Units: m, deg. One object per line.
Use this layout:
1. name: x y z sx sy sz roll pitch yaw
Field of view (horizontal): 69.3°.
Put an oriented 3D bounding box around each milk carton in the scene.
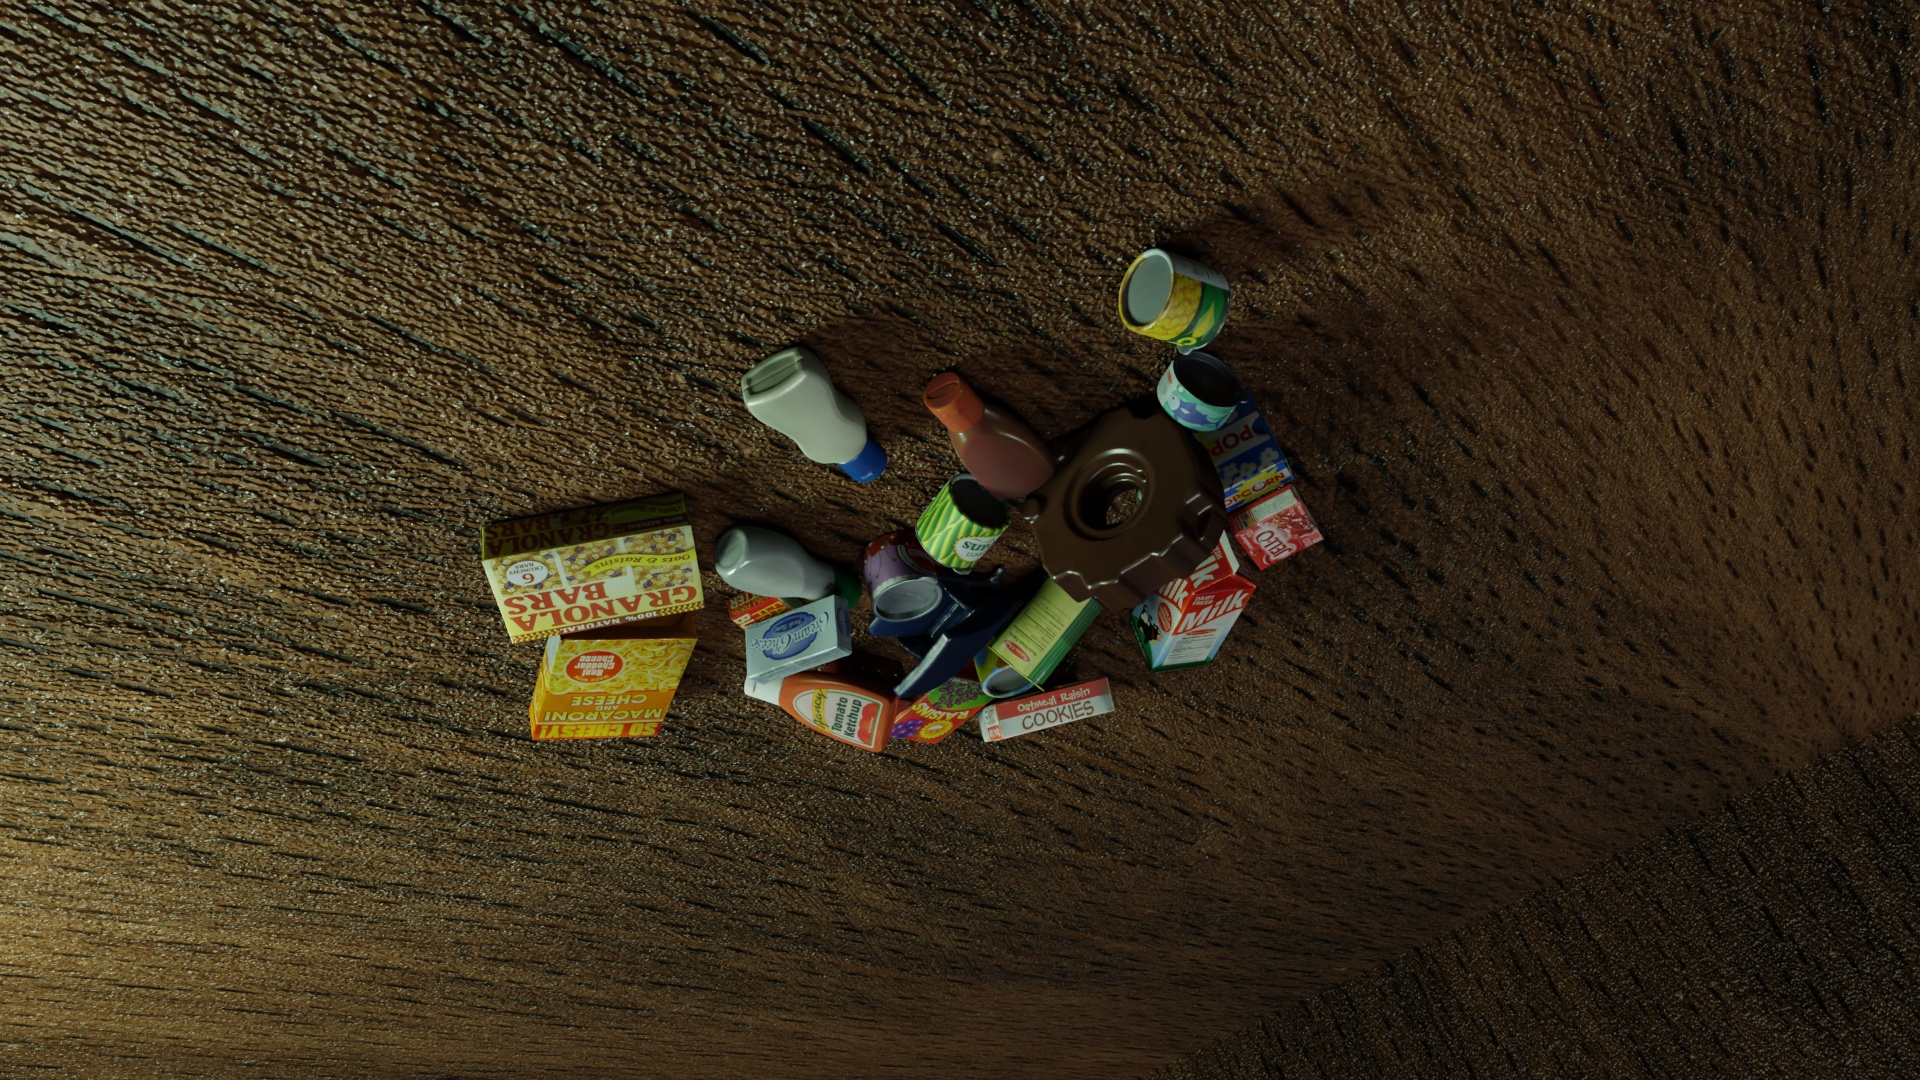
1. milk carton: 0.242 0.054 1.427 0.073 0.072 0.189 -5 145 -17

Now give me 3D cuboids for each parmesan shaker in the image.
1. parmesan shaker: 0.087 0.087 1.372 0.103 0.071 0.071 -51 141 -2

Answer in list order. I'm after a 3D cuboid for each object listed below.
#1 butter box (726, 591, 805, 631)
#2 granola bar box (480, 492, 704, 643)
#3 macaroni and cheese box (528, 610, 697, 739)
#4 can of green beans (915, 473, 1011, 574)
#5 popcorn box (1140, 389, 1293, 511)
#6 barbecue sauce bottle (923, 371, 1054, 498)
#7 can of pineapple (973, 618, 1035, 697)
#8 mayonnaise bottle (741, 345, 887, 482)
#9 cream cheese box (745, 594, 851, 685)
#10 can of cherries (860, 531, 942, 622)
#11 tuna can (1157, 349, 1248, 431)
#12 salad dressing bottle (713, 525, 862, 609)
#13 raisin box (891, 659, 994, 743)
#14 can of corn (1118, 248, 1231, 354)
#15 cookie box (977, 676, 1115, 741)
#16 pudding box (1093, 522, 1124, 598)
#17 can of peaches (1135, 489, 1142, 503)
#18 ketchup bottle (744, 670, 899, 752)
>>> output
1. butter box: -0.172 0.076 1.315 0.053 0.024 0.103 -26 145 11
2. granola bar box: -0.306 0.024 1.170 0.166 0.039 0.123 -10 144 -11
3. macaroni and cheese box: -0.327 0.125 1.301 0.124 0.040 0.165 2 140 -27
4. can of green beans: 0.003 -0.017 1.227 0.071 0.071 0.057 10 137 -34
5. popcorn box: 0.221 -0.066 1.239 0.126 0.085 0.038 -28 145 13
6. barbecue sauce bottle: 0.021 -0.088 1.158 0.065 0.044 0.148 -24 145 19
7. can of pineapple: 0.048 0.122 1.446 0.071 0.058 0.070 -12 145 -8
8. mayonnaise bottle: -0.108 -0.094 1.095 0.064 0.041 0.147 -26 146 15
9. cream cheese box: -0.147 0.090 1.258 0.103 0.053 0.024 -21 150 25
10. can of cherries: -0.053 0.032 1.278 0.071 0.058 0.071 -11 144 -8
11. tuna can: 0.203 -0.125 1.166 0.071 0.071 0.032 2 142 -26
12. salad dressing bottle: -0.151 0.029 1.243 0.064 0.044 0.147 -36 143 26
13. raisin box: -0.023 0.170 1.499 0.086 0.040 0.123 17 133 -41
14. can of corn: 0.163 -0.183 1.067 0.058 0.071 0.070 11 136 -33
15. cookie box: 0.089 0.183 1.504 0.123 0.040 0.167 -14 173 -8
16. pudding box: 0.152 0.020 1.377 0.050 0.030 0.083 -14 145 -8
17. can of peaches: 0.206 -0.030 1.298 0.058 0.071 0.071 -29 144 14
18. ketchup bottle: -0.137 0.157 1.366 0.149 0.044 0.064 17 107 10
